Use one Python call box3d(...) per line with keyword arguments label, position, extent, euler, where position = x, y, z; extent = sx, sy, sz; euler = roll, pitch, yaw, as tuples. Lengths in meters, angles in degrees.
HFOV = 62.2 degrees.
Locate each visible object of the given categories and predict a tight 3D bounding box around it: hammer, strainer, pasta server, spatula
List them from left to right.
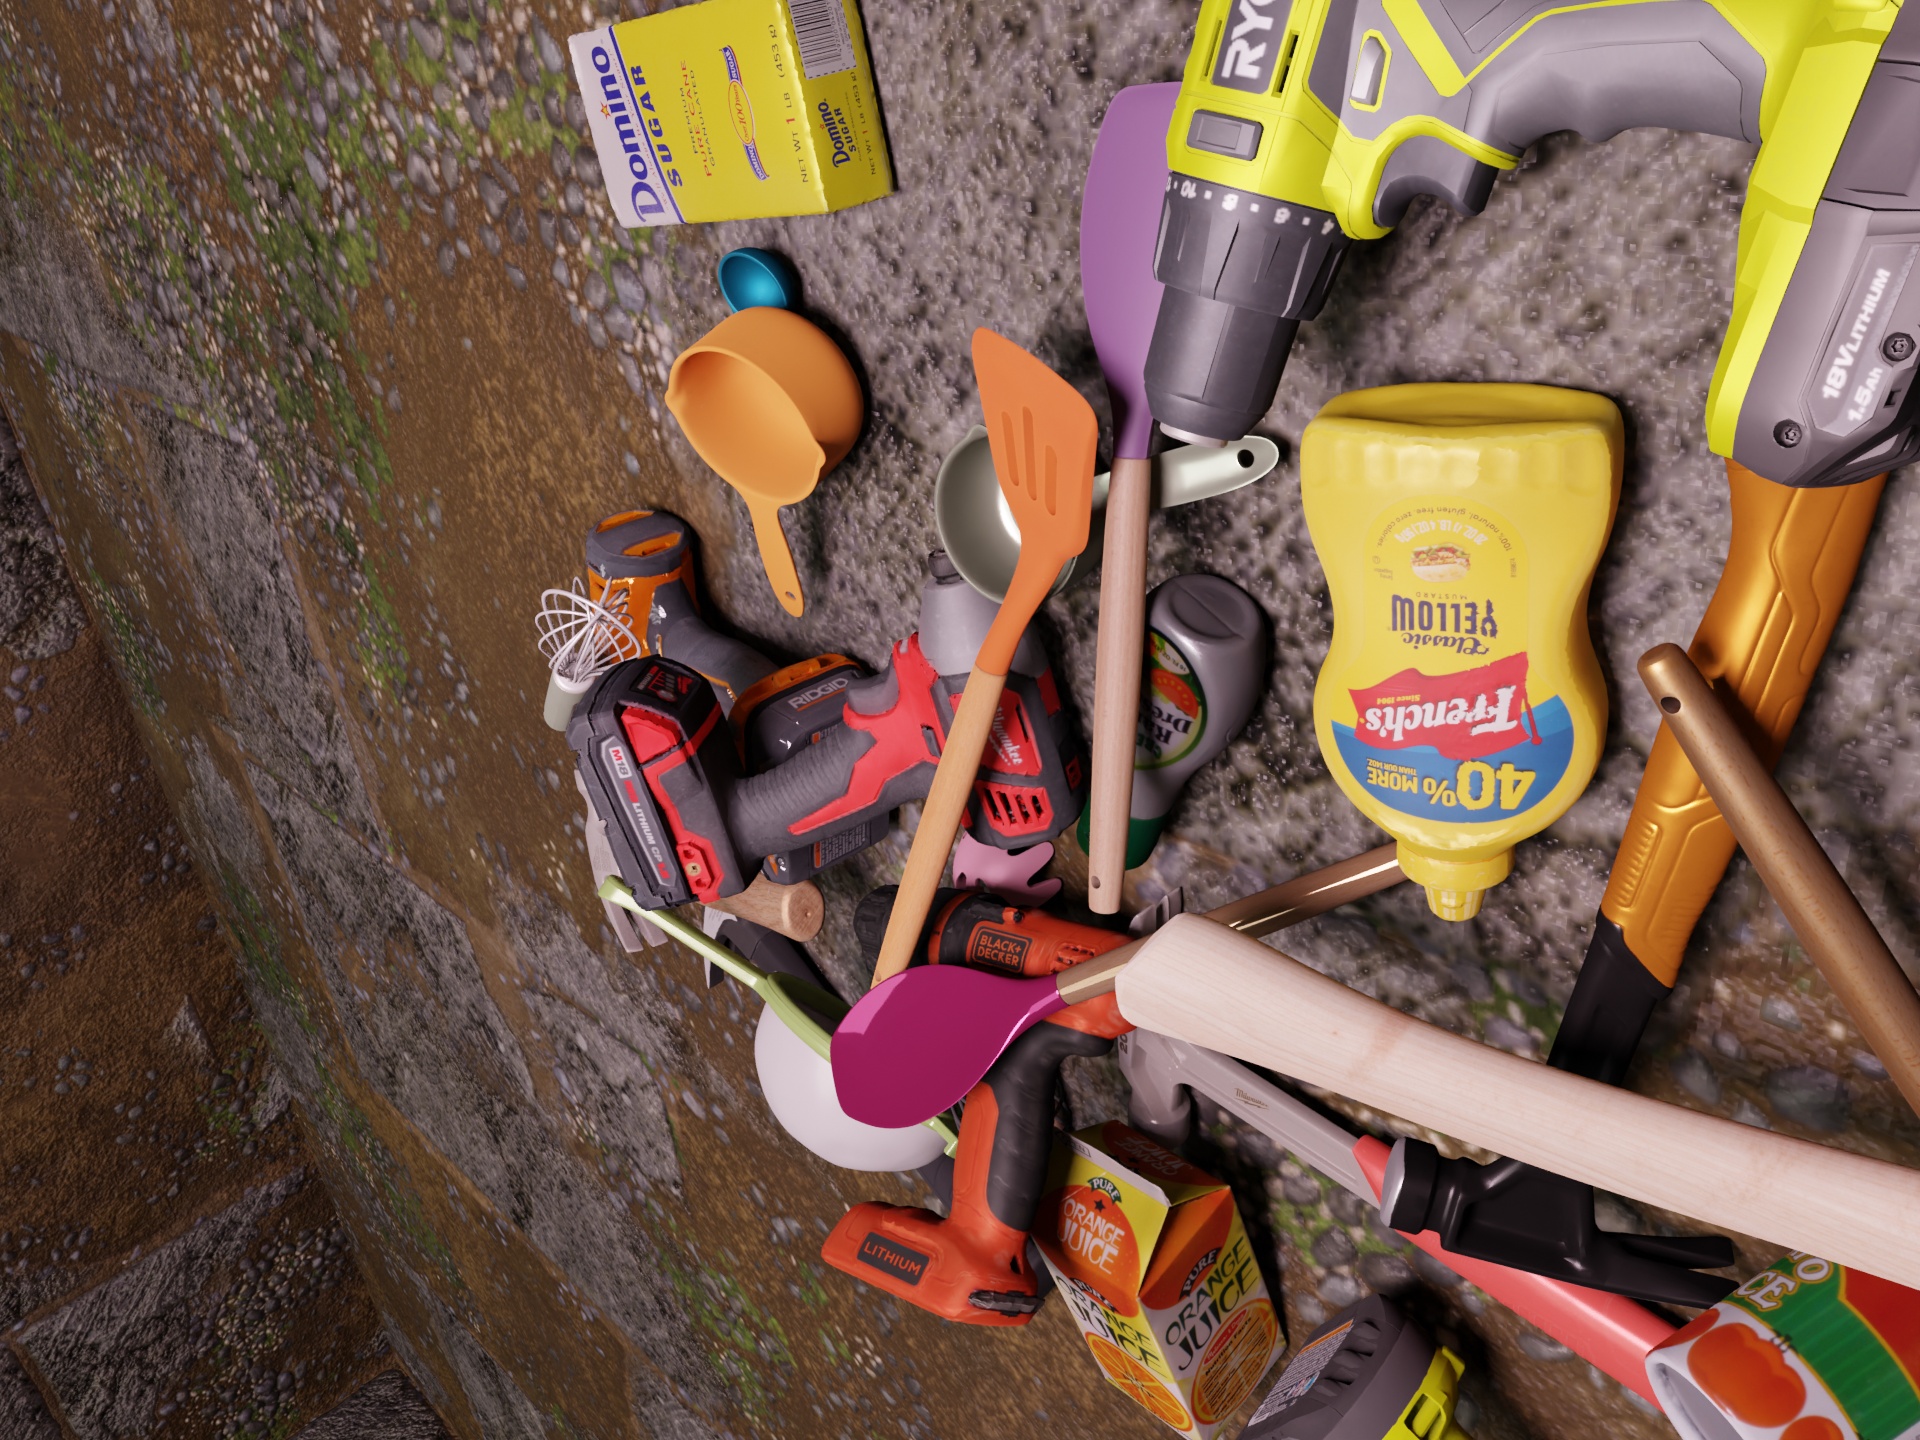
box3d(label="hammer", position=(-0.174, 0.102, 1.025), extent=(0.331, 0.031, 0.130), euler=(5, 105, 58))
box3d(label="strainer", position=(-0.109, 0.183, 0.902), extent=(0.256, 0.069, 0.151), euler=(33, 177, 0))
box3d(label="hammer", position=(-0.056, 0.235, 1.022), extent=(0.335, 0.035, 0.146), euler=(49, 143, 17))
box3d(label="spatula", position=(-0.001, -0.002, 0.673), extent=(0.081, 0.041, 0.322), euler=(46, 130, 40))
box3d(label="pasta server", position=(0.046, 0.189, 0.872), extent=(0.060, 0.040, 0.316), euler=(16, 130, 45))
box3d(label="spatula", position=(0.062, -0.076, 0.610), extent=(0.060, 0.018, 0.315), euler=(18, 112, 48))
box3d(label="hammer", position=(0.209, 0.207, 0.668), extent=(0.359, 0.037, 0.149), euler=(29, 134, 38))
box3d(label="hammer", position=(0.232, 0.057, 0.510), extent=(0.127, 0.034, 0.336), euler=(12, 122, 12))
box3d(label="hammer", position=(0.234, 0.146, 0.489), extent=(0.411, 0.038, 0.146), euler=(14, 122, 33))

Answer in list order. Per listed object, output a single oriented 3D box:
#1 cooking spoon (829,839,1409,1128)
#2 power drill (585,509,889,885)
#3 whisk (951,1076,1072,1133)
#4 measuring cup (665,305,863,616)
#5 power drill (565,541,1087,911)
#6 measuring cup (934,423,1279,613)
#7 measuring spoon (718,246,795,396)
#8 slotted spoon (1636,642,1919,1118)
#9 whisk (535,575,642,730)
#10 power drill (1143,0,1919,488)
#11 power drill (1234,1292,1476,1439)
box3d(label="cooking spoon", position=(0.066, 0.106, 0.672), extent=(0.319, 0.017, 0.069), euler=(-27, 63, 29))
box3d(label="power drill", position=(-0.136, -0.005, 0.918), extent=(0.227, 0.084, 0.164), euler=(38, 140, 36))
box3d(label="whisk", position=(-0.002, 0.186, 0.872), extent=(0.239, 0.055, 0.055), euler=(19, 130, 68))
box3d(label="measuring cup", position=(-0.085, -0.126, 0.792), extent=(0.095, 0.052, 0.173), euler=(23, 146, 24))
box3d(label="power drill", position=(-0.061, 0.004, 0.747), extent=(0.219, 0.079, 0.143), euler=(-13, 111, 12))
box3d(label="measuring cup", position=(0.063, -0.094, 0.646), extent=(0.167, 0.038, 0.083), euler=(-8, 104, 41))
box3d(label="measuring spoon", position=(-0.101, -0.188, 0.801), extent=(0.042, 0.021, 0.128), euler=(34, 149, 11))
box3d(label="slotted spoon", position=(0.288, 0.107, 0.467), extent=(0.313, 0.031, 0.070), euler=(54, 145, -6))
box3d(label="whisk", position=(-0.220, -0.029, 0.914), extent=(0.059, 0.058, 0.246), euler=(32, 160, -9))
box3d(label="power drill", position=(0.152, -0.143, 0.423), extent=(0.229, 0.080, 0.190), euler=(30, 116, 36))
box3d(label="power drill", position=(0.235, 0.369, 0.698), extent=(0.223, 0.080, 0.171), euler=(40, 152, 16))
